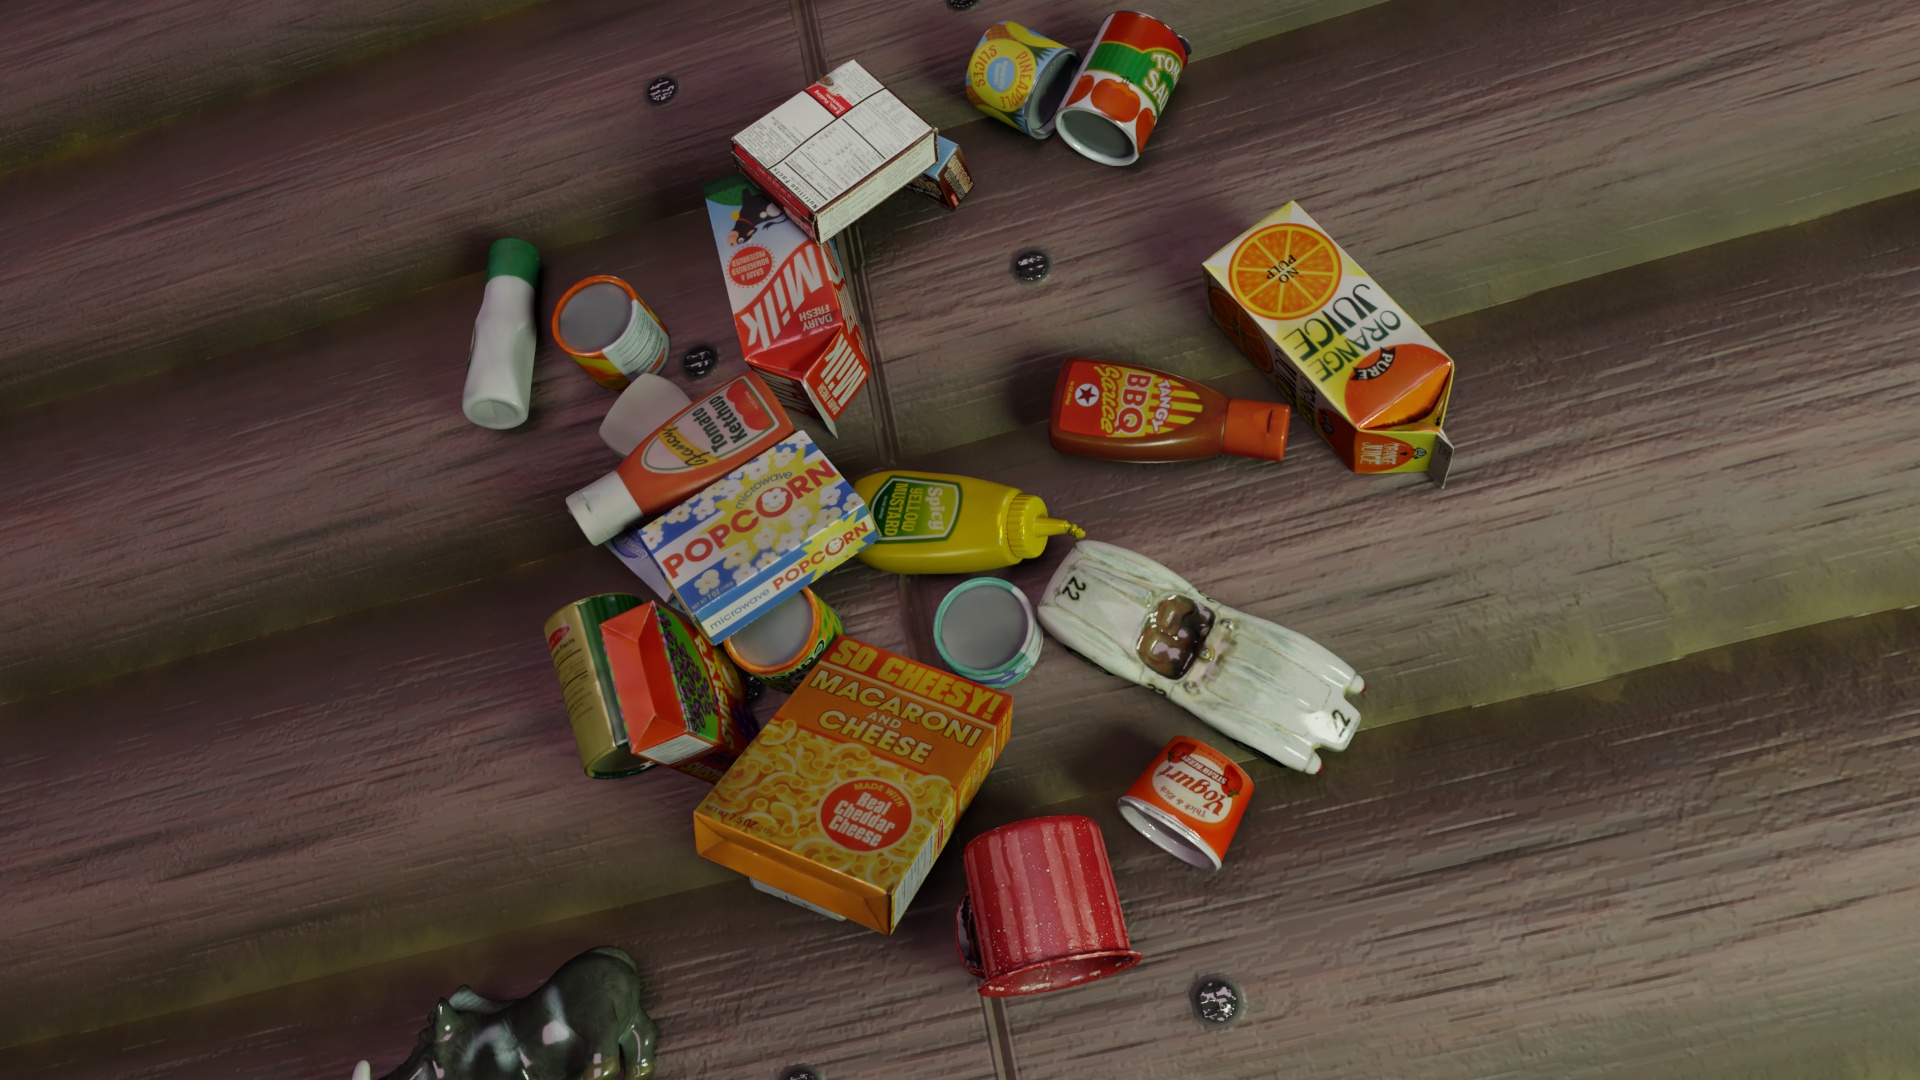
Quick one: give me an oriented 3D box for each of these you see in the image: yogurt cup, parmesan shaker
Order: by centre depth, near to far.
[{"bbox_3d":[0.132,0.149,0.799,0.072,0.072,0.054,30,71,21],"label":"yogurt cup"},{"bbox_3d":[-0.225,0.096,0.899,0.071,0.071,0.103,-24,68,3],"label":"parmesan shaker"}]

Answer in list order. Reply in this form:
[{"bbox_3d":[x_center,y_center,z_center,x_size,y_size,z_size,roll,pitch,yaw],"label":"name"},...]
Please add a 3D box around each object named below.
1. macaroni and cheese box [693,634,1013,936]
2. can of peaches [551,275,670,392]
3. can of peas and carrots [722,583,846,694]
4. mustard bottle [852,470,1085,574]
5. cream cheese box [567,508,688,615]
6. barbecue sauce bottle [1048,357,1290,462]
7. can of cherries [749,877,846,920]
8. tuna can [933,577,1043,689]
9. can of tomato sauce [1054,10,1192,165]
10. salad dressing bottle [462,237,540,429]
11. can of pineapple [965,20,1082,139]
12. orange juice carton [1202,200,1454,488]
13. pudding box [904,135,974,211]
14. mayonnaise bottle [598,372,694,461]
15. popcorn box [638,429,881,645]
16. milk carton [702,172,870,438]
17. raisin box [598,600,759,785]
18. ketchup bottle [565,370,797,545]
[{"bbox_3d":[-0.058,0.136,0.812,0.124,0.040,0.167,18,40,17],"label":"macaroni and cheese box"},{"bbox_3d":[-0.253,-0.149,0.997,0.071,0.058,0.071,-4,70,11],"label":"can of peaches"},{"bbox_3d":[-0.112,0.062,0.887,0.071,0.058,0.071,-4,70,12],"label":"can of peas and carrots"},{"bbox_3d":[0.003,-0.011,0.879,0.160,0.048,0.065,1,69,26],"label":"mustard bottle"},{"bbox_3d":[-0.212,0.009,0.932,0.104,0.053,0.024,39,85,22],"label":"cream cheese box"},{"bbox_3d":[0.134,-0.078,0.892,0.148,0.043,0.065,9,72,15],"label":"barbecue sauce bottle"},{"bbox_3d":[-0.085,0.184,0.831,0.058,0.071,0.071,16,75,17],"label":"can of cherries"},{"bbox_3d":[0.015,0.058,0.874,0.071,0.032,0.071,-4,69,11],"label":"tuna can"},{"bbox_3d":[0.114,-0.315,0.971,0.071,0.071,0.083,23,78,19],"label":"can of tomato sauce"},{"bbox_3d":[-0.334,-0.154,1.018,0.044,0.064,0.148,0,61,-7],"label":"salad dressing bottle"},{"bbox_3d":[0.044,-0.329,0.990,0.058,0.071,0.071,33,80,22],"label":"can of pineapple"},{"bbox_3d":[0.239,-0.113,0.866,0.073,0.071,0.193,-36,67,-1],"label":"orange juice carton"},{"bbox_3d":[-0.035,-0.276,0.999,0.084,0.049,0.030,31,81,21],"label":"pudding box"},{"bbox_3d":[-0.175,-0.058,0.956,0.148,0.041,0.065,30,75,19],"label":"mayonnaise bottle"},{"bbox_3d":[-0.126,-0.003,0.867,0.127,0.038,0.085,-33,51,-11],"label":"popcorn box"},{"bbox_3d":[-0.116,-0.165,0.965,0.073,0.072,0.191,-19,68,5],"label":"milk carton"},{"bbox_3d":[-0.168,0.096,0.852,0.040,0.123,0.086,-24,67,5],"label":"raisin box"},{"bbox_3d":[-0.182,-0.049,0.903,0.149,0.043,0.065,-32,63,-10],"label":"ketchup bottle"}]
